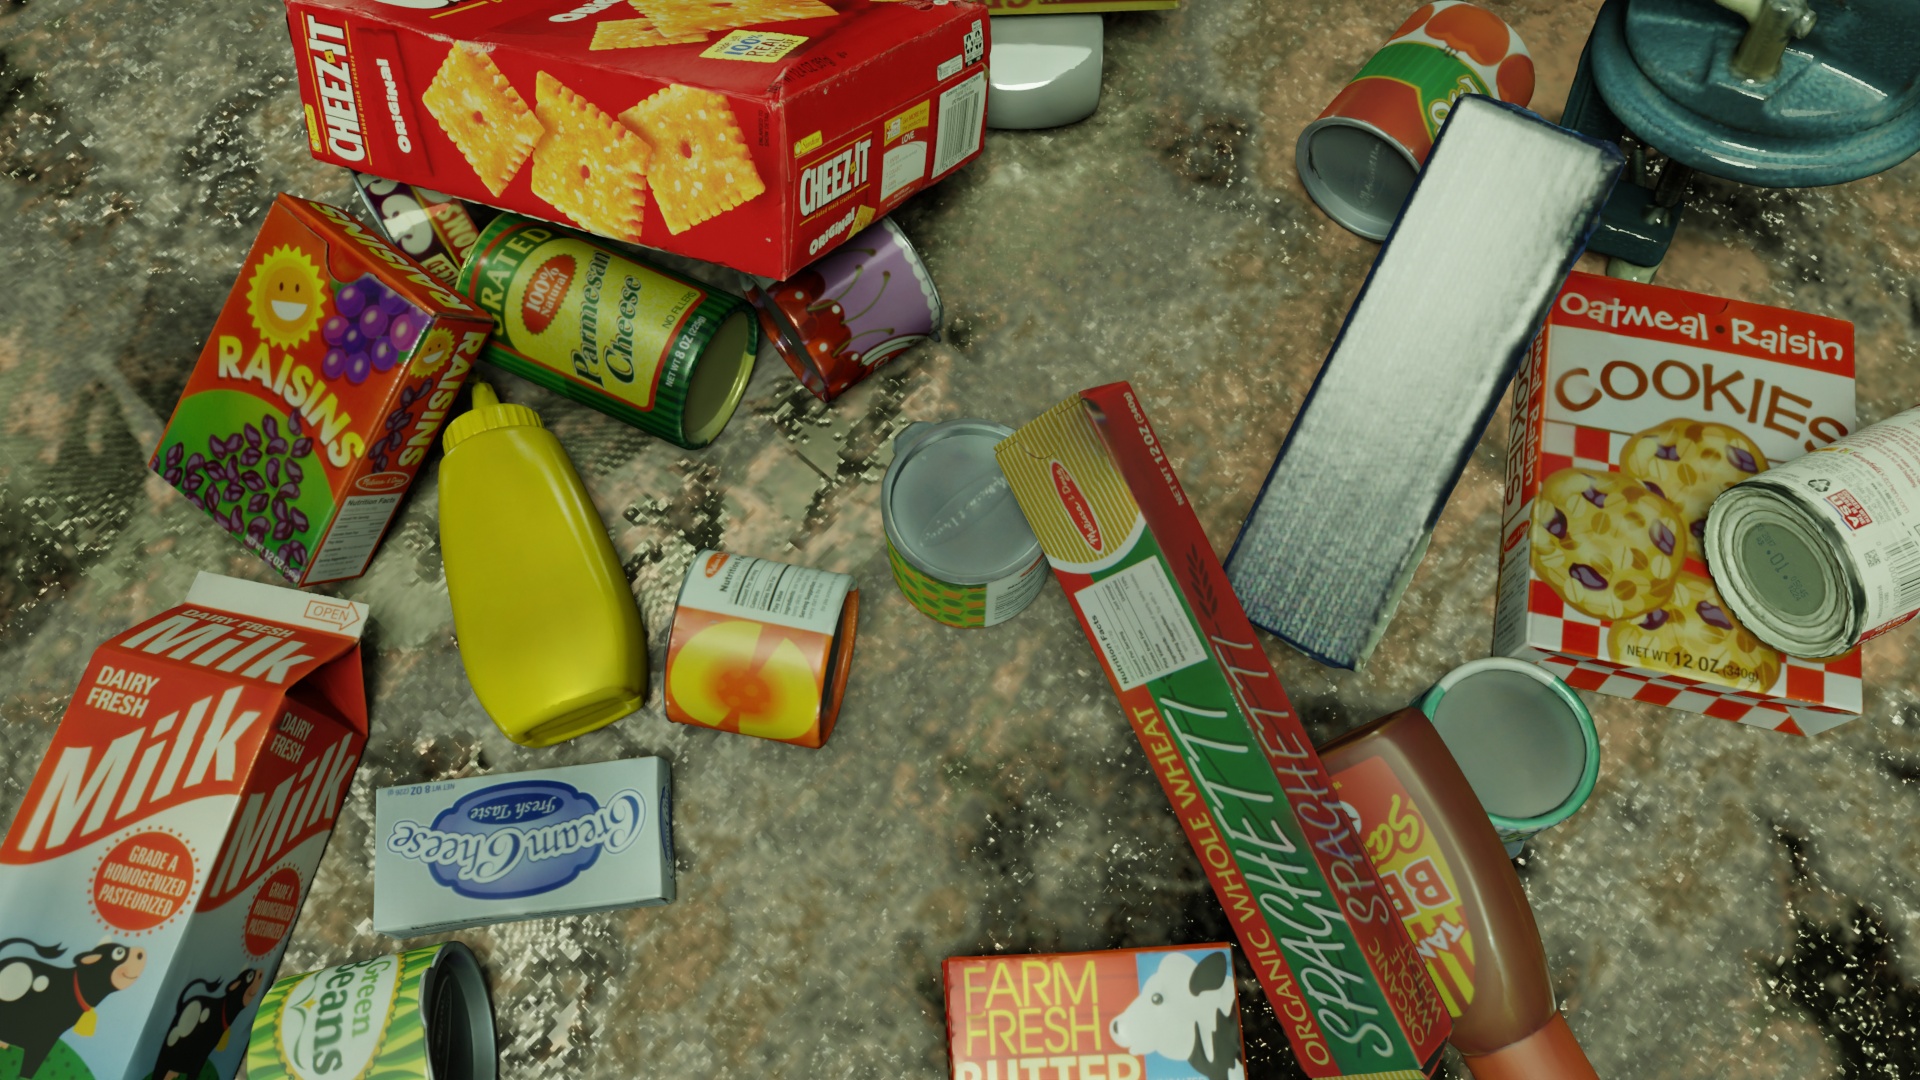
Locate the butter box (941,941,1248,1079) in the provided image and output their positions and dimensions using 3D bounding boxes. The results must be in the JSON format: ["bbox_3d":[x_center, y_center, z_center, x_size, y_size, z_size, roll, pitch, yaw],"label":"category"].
[{"bbox_3d":[0.046,0.171,0.486,0.103,0.024,0.053,-3,70,-1],"label":"butter box"}]

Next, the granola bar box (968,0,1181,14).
[{"bbox_3d":[0.011,-0.282,0.628,0.166,0.038,0.125,-2,44,-1],"label":"granola bar box"}]

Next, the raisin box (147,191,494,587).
[{"bbox_3d":[-0.248,-0.057,0.536,0.086,0.040,0.123,36,103,13],"label":"raisin box"}]

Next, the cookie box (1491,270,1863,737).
[{"bbox_3d":[0.284,-0.019,0.550,0.123,0.040,0.168,12,69,4],"label":"cookie box"}]

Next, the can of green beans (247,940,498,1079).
[{"bbox_3d":[-0.194,0.173,0.463,0.058,0.071,0.071,-11,70,-4],"label":"can of green beans"}]

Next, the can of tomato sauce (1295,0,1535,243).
[{"bbox_3d":[0.197,-0.180,0.598,0.071,0.071,0.083,38,73,13],"label":"can of tomato sauce"}]

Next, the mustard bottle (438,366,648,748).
[{"bbox_3d":[-0.169,-0.002,0.539,0.065,0.048,0.160,-20,70,-5],"label":"mustard bottle"}]

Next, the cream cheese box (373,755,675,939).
[{"bbox_3d":[-0.158,0.112,0.509,0.104,0.024,0.053,-7,70,-2],"label":"cream cheese box"}]

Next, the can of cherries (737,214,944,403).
[{"bbox_3d":[-0.048,-0.096,0.568,0.058,0.071,0.071,-36,73,-12],"label":"can of cherries"}]

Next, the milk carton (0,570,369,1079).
[{"bbox_3d":[-0.273,0.104,0.485,0.072,0.073,0.191,11,69,5],"label":"milk carton"}]

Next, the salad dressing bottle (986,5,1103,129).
[{"bbox_3d":[-0.011,-0.216,0.626,0.148,0.043,0.064,1,65,2],"label":"salad dressing bottle"}]

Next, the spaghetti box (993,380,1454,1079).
[{"bbox_3d":[0.088,0.067,0.476,0.029,0.050,0.250,-24,86,-44],"label":"spaghetti box"}]

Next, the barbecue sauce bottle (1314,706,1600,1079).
[{"bbox_3d":[0.170,0.135,0.482,0.044,0.064,0.148,-19,76,-43],"label":"barbecue sauce bottle"}]

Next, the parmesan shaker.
[{"bbox_3d":[-0.140,-0.088,0.562,0.103,0.071,0.071,23,71,9],"label":"parmesan shaker"}]

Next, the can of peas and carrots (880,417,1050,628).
[{"bbox_3d":[0.002,-0.007,0.536,0.071,0.058,0.071,0,69,0],"label":"can of peas and carrots"}]

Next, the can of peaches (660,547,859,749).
[{"bbox_3d":[-0.073,0.042,0.515,0.058,0.071,0.071,10,70,3],"label":"can of peaches"}]

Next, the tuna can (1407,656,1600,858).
[{"bbox_3d":[0.199,0.080,0.516,0.071,0.032,0.071,0,69,0],"label":"tuna can"}]

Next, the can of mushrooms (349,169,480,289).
[{"bbox_3d":[-0.221,-0.130,0.579,0.033,0.070,0.071,-30,72,-12],"label":"can of mushrooms"}]
